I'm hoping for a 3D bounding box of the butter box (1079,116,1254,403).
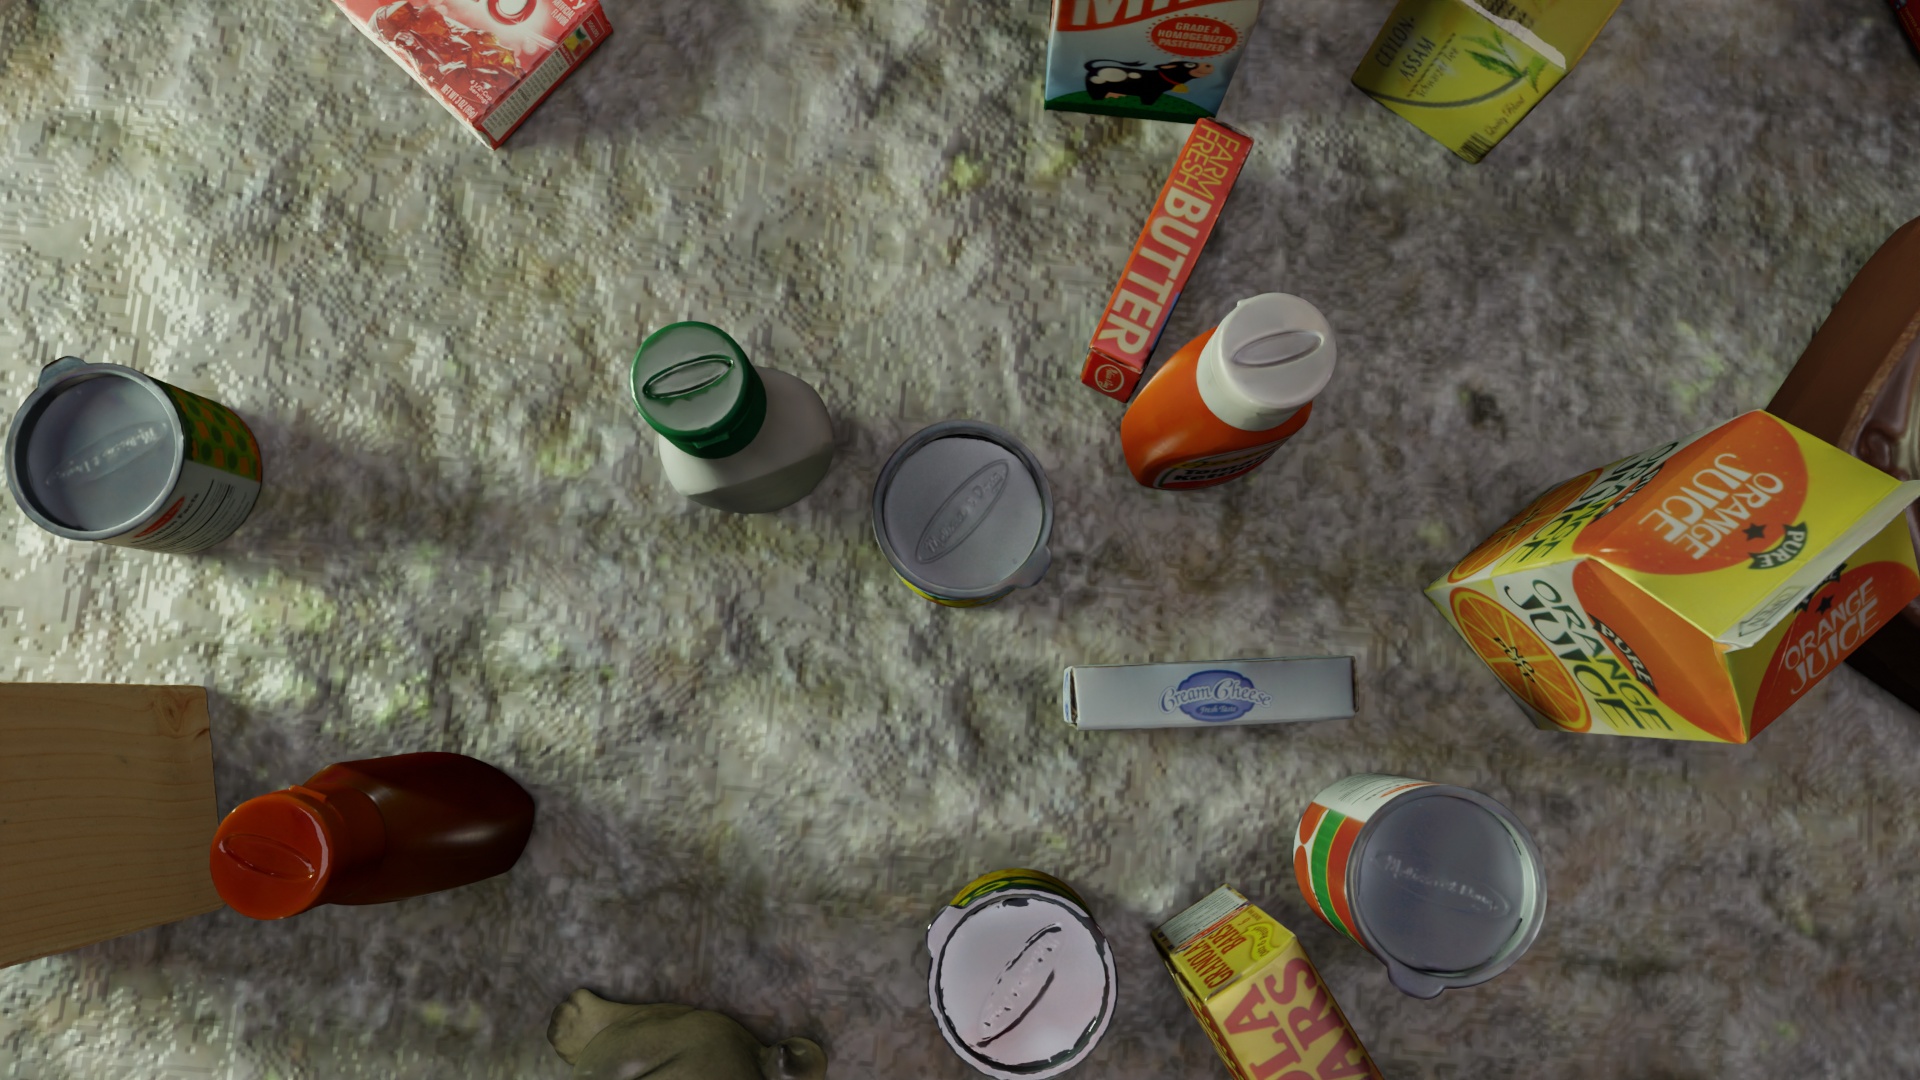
[{"bbox_3d":[0.079,-0.109,0.543,0.024,0.053,0.103,26,84,3],"label":"butter box"}]

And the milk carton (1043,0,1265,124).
[{"bbox_3d":[0.072,-0.218,0.488,0.073,0.190,0.072,6,84,1],"label":"milk carton"}]

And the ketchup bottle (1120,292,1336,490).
[{"bbox_3d":[0.095,-0.050,0.488,0.065,0.148,0.043,-14,84,-1],"label":"ketchup bottle"}]

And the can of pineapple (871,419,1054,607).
[{"bbox_3d":[0.002,-0.007,0.529,0.071,0.058,0.071,0,83,0],"label":"can of pineapple"}]

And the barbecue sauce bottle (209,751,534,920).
[{"bbox_3d":[-0.197,0.098,0.472,0.065,0.148,0.043,19,84,3],"label":"barbecue sauce bottle"}]

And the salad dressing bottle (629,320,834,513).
[{"bbox_3d":[-0.080,-0.041,0.488,0.064,0.147,0.044,-19,84,-2],"label":"salad dressing bottle"}]

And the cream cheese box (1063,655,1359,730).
[{"bbox_3d":[0.091,0.057,0.523,0.104,0.053,0.024,-2,84,0],"label":"cream cheese box"}]

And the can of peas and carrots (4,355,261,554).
[{"bbox_3d":[-0.316,-0.032,0.533,0.071,0.058,0.071,0,83,0],"label":"can of peas and carrots"}]

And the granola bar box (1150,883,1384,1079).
[{"bbox_3d":[0.129,0.205,0.469,0.039,0.124,0.165,-31,84,-3],"label":"granola bar box"}]

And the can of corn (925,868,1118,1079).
[{"bbox_3d":[0.020,0.155,0.509,0.071,0.058,0.071,0,83,0],"label":"can of corn"}]

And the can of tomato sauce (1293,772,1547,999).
[{"bbox_3d":[0.161,0.121,0.500,0.071,0.083,0.071,0,83,0],"label":"can of tomato sauce"}]

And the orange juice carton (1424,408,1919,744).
[{"bbox_3d":[0.232,0.016,0.457,0.072,0.192,0.073,-38,85,-4],"label":"orange juice carton"}]
